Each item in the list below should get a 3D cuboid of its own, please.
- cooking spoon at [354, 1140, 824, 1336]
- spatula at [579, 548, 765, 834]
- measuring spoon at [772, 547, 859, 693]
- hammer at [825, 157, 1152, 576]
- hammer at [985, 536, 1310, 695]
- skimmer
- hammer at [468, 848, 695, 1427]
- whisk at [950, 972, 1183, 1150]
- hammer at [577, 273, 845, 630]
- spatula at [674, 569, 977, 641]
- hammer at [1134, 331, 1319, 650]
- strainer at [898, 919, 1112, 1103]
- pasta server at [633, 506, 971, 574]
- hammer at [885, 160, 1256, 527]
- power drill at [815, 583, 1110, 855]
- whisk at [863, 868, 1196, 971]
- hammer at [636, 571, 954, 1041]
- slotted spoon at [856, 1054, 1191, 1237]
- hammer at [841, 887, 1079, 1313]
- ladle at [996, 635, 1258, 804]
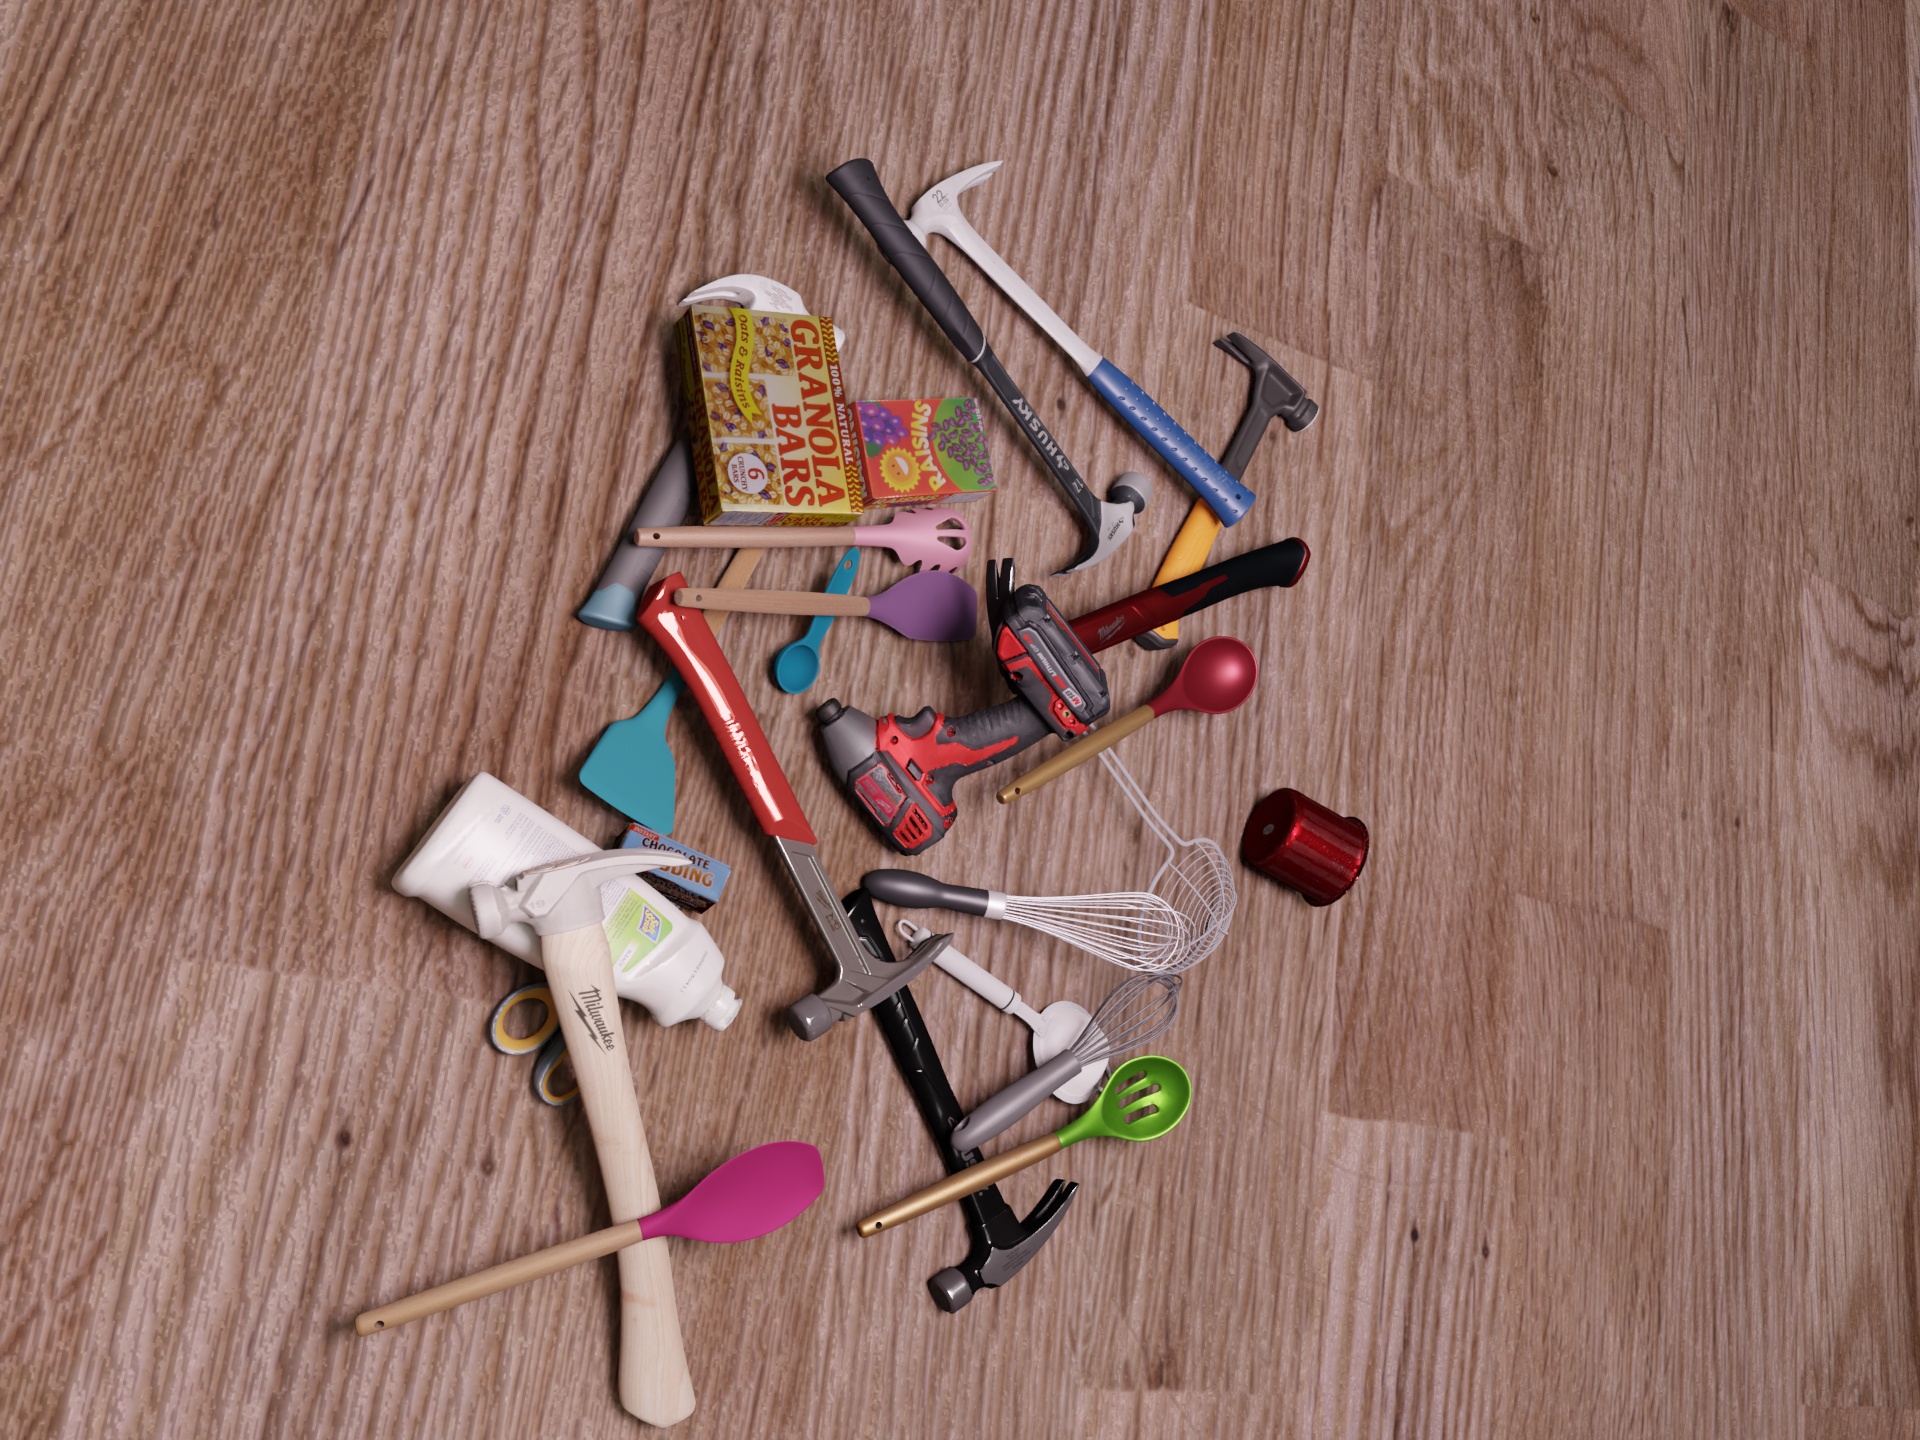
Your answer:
[{"bbox_3d":[-0.242,0.352,1.073,0.319,0.017,0.068,-13,108,-22],"label":"cooking spoon"},{"bbox_3d":[-0.194,-0.064,1.226,0.082,0.044,0.318,36,65,-25],"label":"spatula"},{"bbox_3d":[-0.116,-0.082,1.273,0.042,0.021,0.128,33,80,-46],"label":"measuring spoon"},{"bbox_3d":[0.021,-0.299,1.351,0.408,0.036,0.149,50,51,-23],"label":"hammer"},{"bbox_3d":[0.178,-0.118,1.406,0.386,0.038,0.143,-23,106,-37],"label":"hammer"},{"bbox_3d":[0.124,0.057,1.404,0.127,0.090,0.363,-35,90,-34],"label":"skimmer"},{"bbox_3d":[-0.227,0.293,1.103,0.146,0.038,0.410,-13,101,-21],"label":"hammer"},{"bbox_3d":[0.088,0.275,1.290,0.239,0.055,0.055,-31,99,-21],"label":"whisk"},{"bbox_3d":[-0.208,-0.211,1.247,0.128,0.033,0.331,32,67,-24],"label":"hammer"},{"bbox_3d":[-0.095,-0.094,1.260,0.315,0.018,0.060,-2,95,-46],"label":"spatula"},{"bbox_3d":[0.236,-0.212,1.510,0.127,0.034,0.337,37,66,-22],"label":"hammer"},{"bbox_3d":[0.048,0.239,1.325,0.258,0.050,0.087,37,50,-17],"label":"strainer"},{"bbox_3d":[-0.115,-0.146,1.277,0.316,0.040,0.060,-5,85,-34],"label":"pasta server"},{"bbox_3d":[0.117,-0.331,1.436,0.405,0.035,0.144,42,63,-12],"label":"hammer"},{"bbox_3d":[-0.002,-0.004,1.256,0.219,0.079,0.143,-36,103,12],"label":"power drill"},{"bbox_3d":[0.058,0.158,1.308,0.284,0.070,0.070,11,76,-11],"label":"whisk"},{"bbox_3d":[-0.137,0.052,1.203,0.149,0.037,0.359,-30,99,-33],"label":"hammer"},{"bbox_3d":[0.055,0.346,1.277,0.313,0.031,0.070,-17,91,-28],"label":"slotted spoon"},{"bbox_3d":[-0.019,0.290,1.278,0.146,0.035,0.335,-27,96,-30],"label":"hammer"},{"bbox_3d":[0.146,0.004,1.367,0.315,0.031,0.069,-27,96,-35],"label":"ladle"}]
